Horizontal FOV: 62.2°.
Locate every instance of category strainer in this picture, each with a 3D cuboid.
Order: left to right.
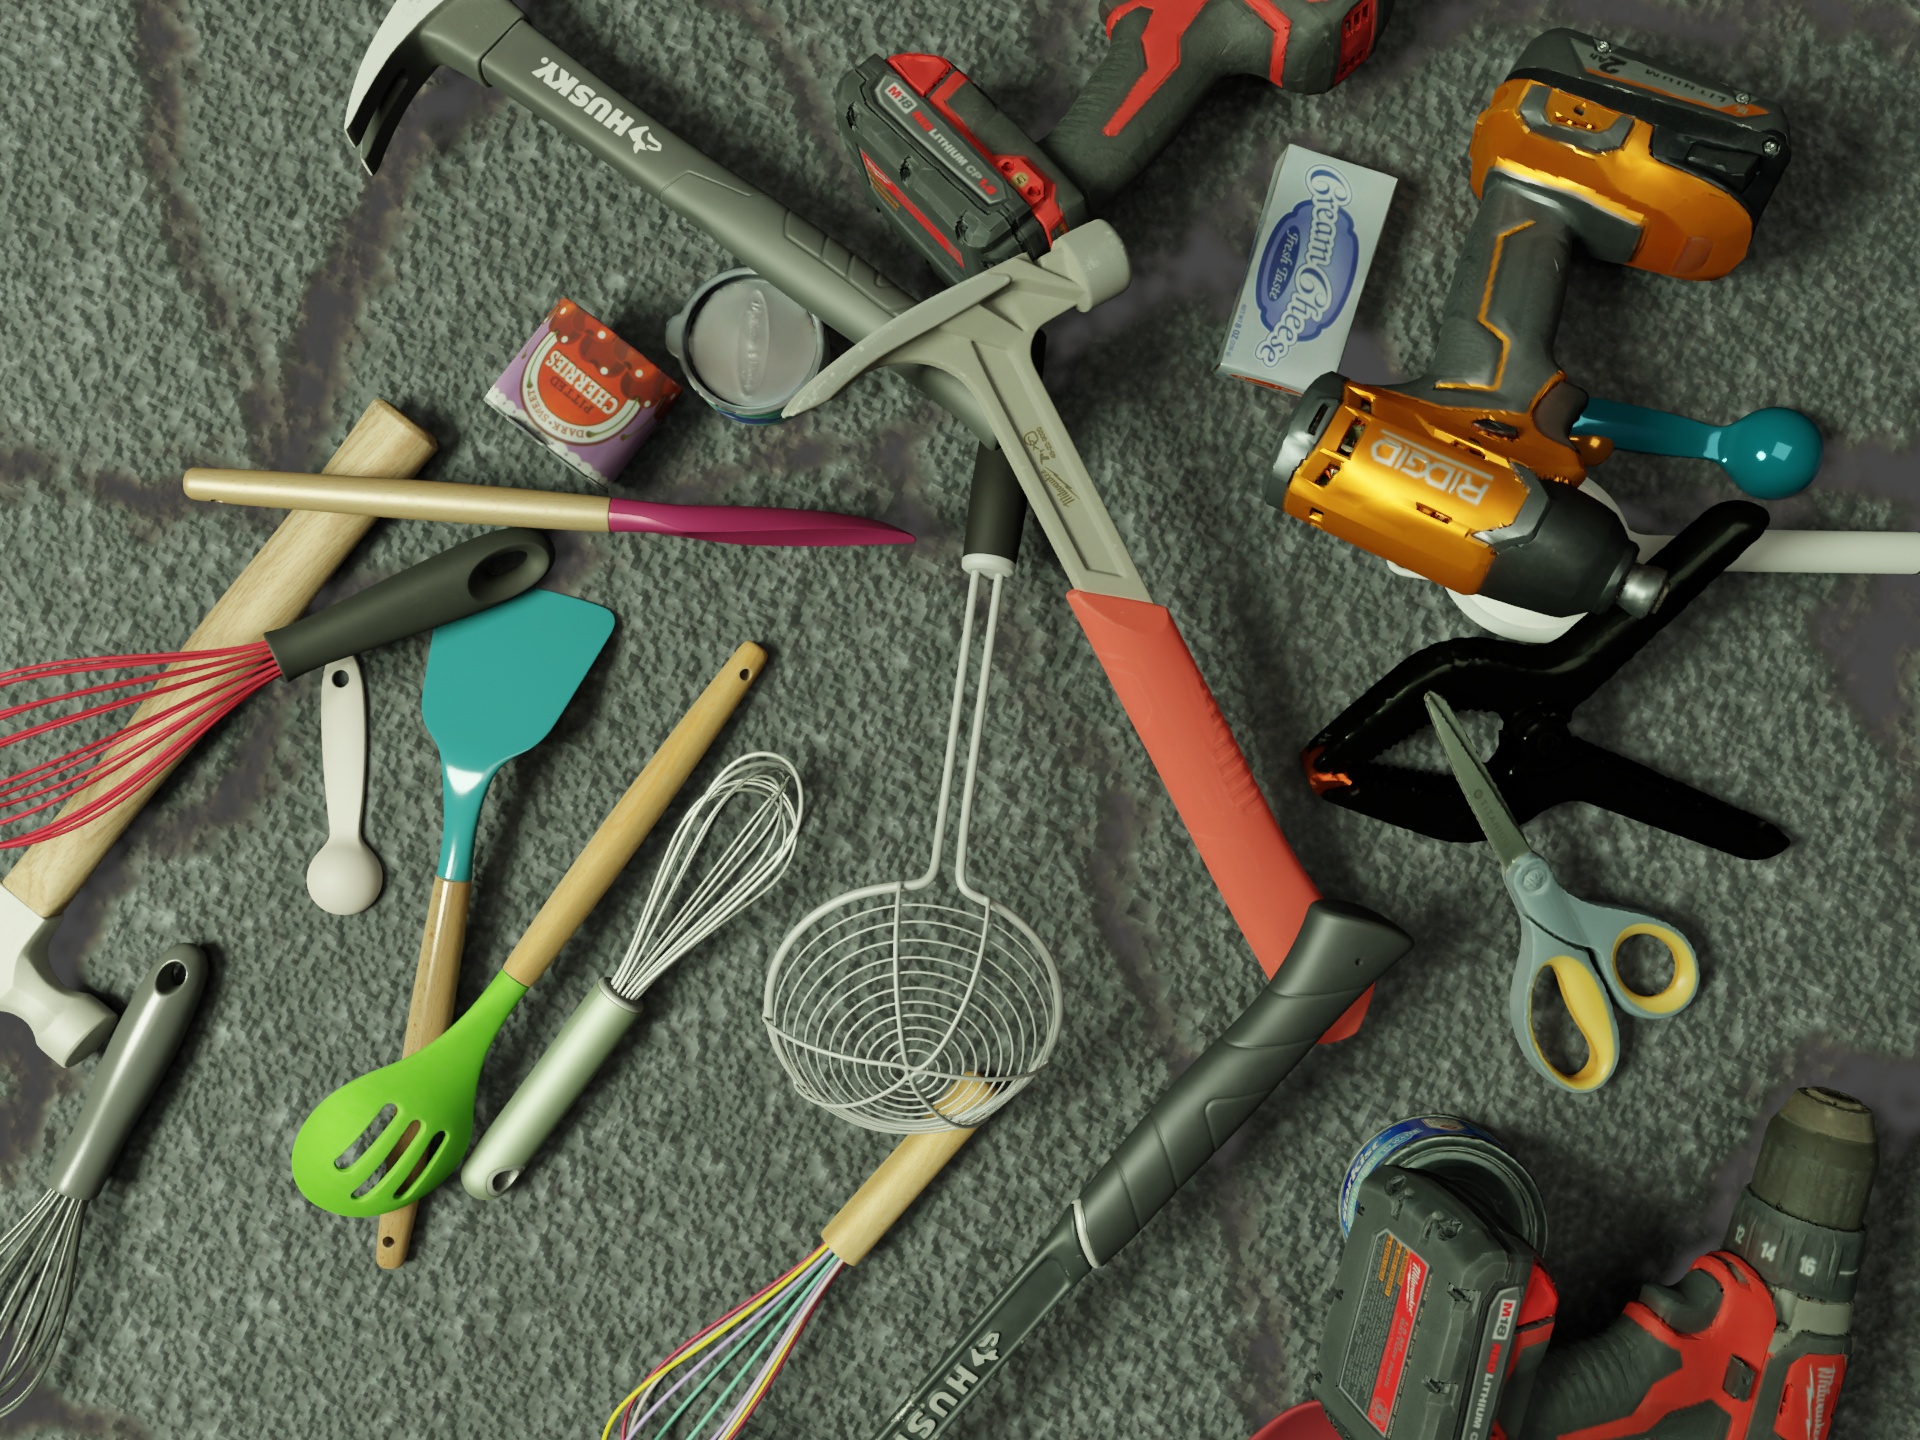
[{"bbox_3d":[0.323,-0.077,0.702,0.258,0.050,0.087,1,75,-2],"label":"strainer"}]

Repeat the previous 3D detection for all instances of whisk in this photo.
[{"bbox_3d":[-0.405,0.209,0.723,0.055,0.055,0.239,26,86,2],"label":"whisk"},{"bbox_3d":[-0.312,-0.020,0.680,0.296,0.073,0.073,-26,89,-19],"label":"whisk"},{"bbox_3d":[-0.149,0.117,0.716,0.059,0.057,0.246,40,95,36],"label":"whisk"},{"bbox_3d":[-0.072,0.252,0.712,0.047,0.051,0.245,42,88,7],"label":"whisk"}]

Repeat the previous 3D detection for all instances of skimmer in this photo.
[{"bbox_3d":[-0.001,-0.002,0.704,0.127,0.090,0.363,10,76,-5],"label":"skimmer"}]

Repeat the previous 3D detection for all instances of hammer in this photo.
[{"bbox_3d":[-0.355,-0.010,0.726,0.130,0.031,0.331,38,91,1],"label":"hammer"},{"bbox_3d":[-0.111,-0.222,0.687,0.335,0.035,0.146,37,78,8],"label":"hammer"},{"bbox_3d":[0.044,0.235,0.671,0.149,0.036,0.409,41,93,-14],"label":"hammer"},{"bbox_3d":[0.074,-0.013,0.663,0.149,0.037,0.359,-31,104,-8],"label":"hammer"}]

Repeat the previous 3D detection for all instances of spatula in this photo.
[{"bbox_3d":[-0.230,0.095,0.728,0.082,0.044,0.317,12,95,2],"label":"spatula"}]

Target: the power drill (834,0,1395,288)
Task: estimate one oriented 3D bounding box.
[{"bbox_3d":[0.061,-0.286,0.687,0.219,0.078,0.143,-39,74,-3],"label":"power drill"}]

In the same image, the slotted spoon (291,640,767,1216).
[{"bbox_3d":[-0.184,0.092,0.709,0.070,0.031,0.314,40,83,-31],"label":"slotted spoon"}]

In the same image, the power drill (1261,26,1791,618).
[{"bbox_3d":[0.249,-0.154,0.659,0.164,0.084,0.226,29,84,16],"label":"power drill"}]

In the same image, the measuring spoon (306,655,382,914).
[{"bbox_3d":[-0.286,0.028,0.730,0.034,0.018,0.124,-1,89,2],"label":"measuring spoon"}]

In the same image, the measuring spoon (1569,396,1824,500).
[{"bbox_3d":[0.323,-0.128,0.709,0.128,0.021,0.042,11,90,2],"label":"measuring spoon"}]

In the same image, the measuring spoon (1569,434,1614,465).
[{"bbox_3d":[0.233,-0.126,0.712,0.117,0.021,0.011,8,78,1],"label":"measuring spoon"}]

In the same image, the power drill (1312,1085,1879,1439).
[{"bbox_3d":[0.275,0.236,0.655,0.226,0.080,0.188,10,97,-18],"label":"power drill"}]

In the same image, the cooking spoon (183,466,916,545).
[{"bbox_3d":[-0.178,-0.092,0.696,0.319,0.069,0.017,4,90,-1],"label":"cooking spoon"}]

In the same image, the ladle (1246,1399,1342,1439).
[{"bbox_3d":[0.054,0.355,0.715,0.315,0.031,0.069,-11,92,4],"label":"ladle"}]
